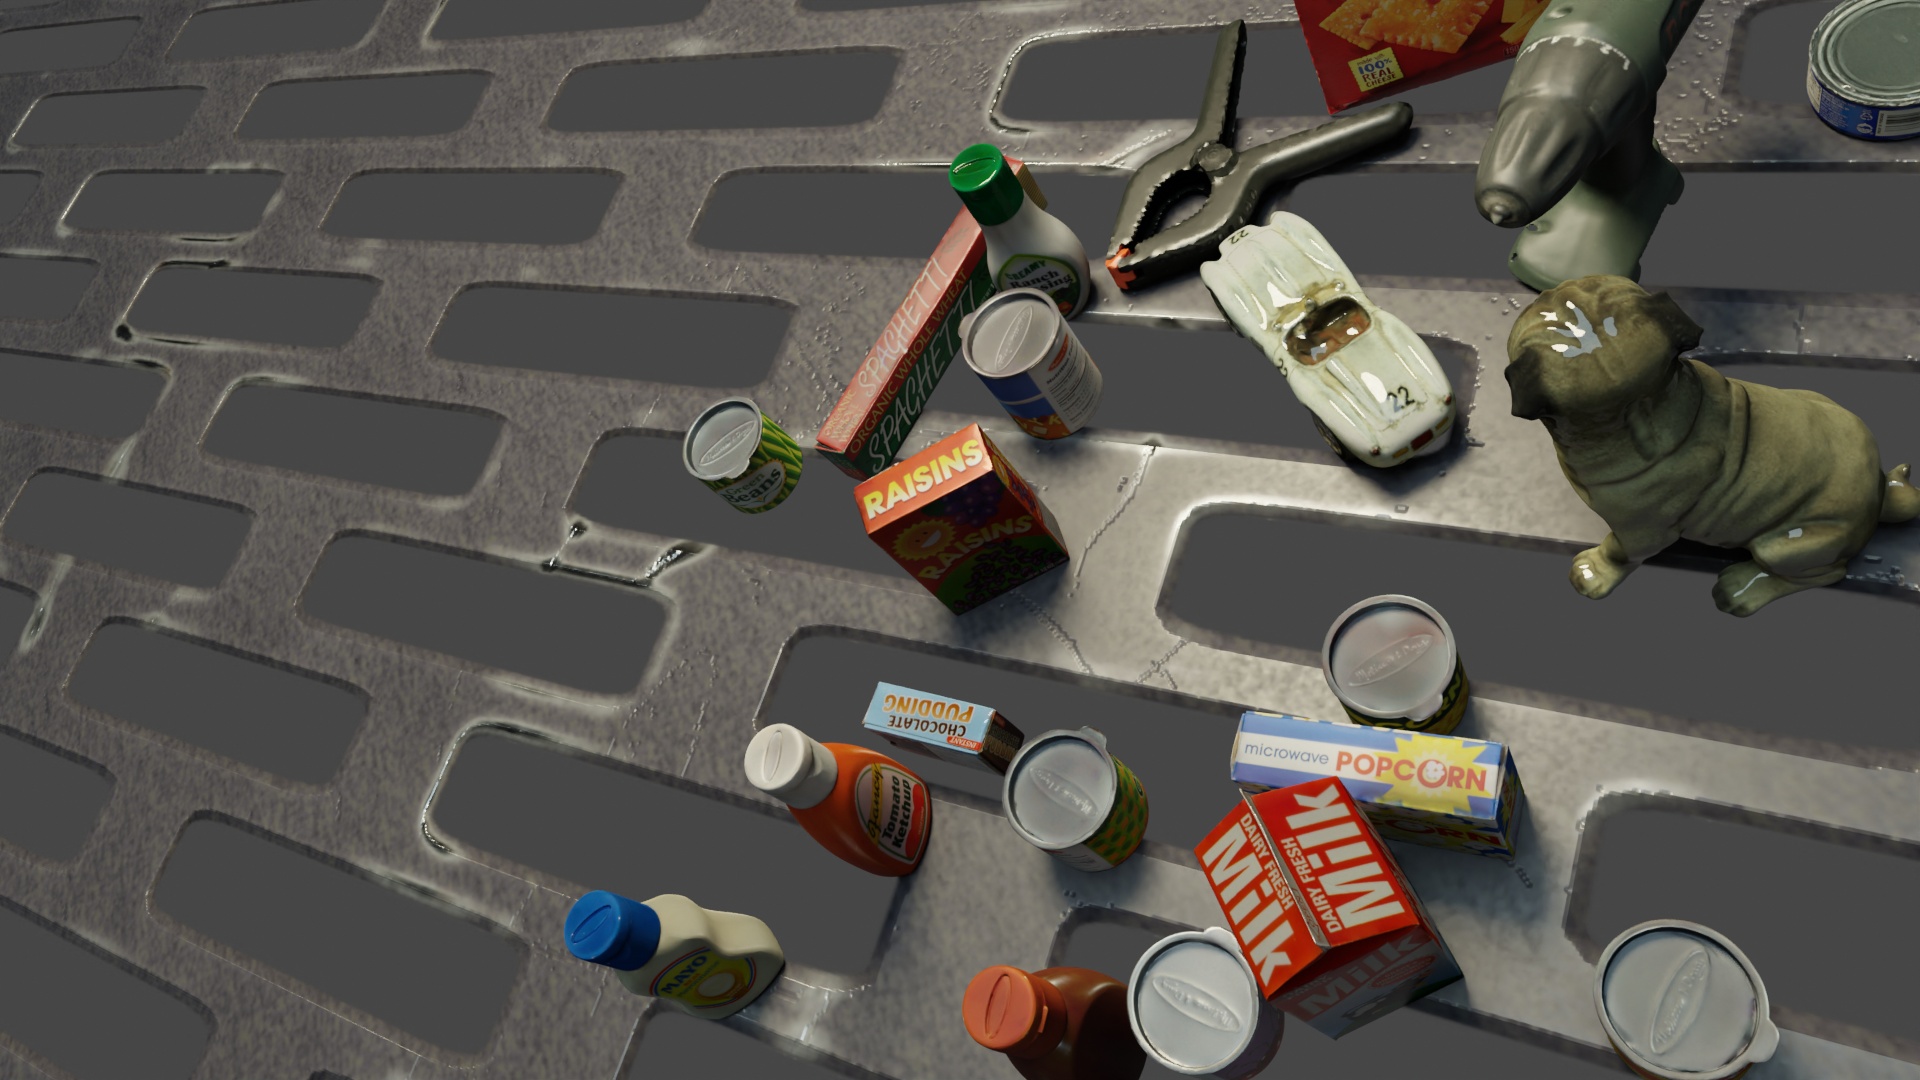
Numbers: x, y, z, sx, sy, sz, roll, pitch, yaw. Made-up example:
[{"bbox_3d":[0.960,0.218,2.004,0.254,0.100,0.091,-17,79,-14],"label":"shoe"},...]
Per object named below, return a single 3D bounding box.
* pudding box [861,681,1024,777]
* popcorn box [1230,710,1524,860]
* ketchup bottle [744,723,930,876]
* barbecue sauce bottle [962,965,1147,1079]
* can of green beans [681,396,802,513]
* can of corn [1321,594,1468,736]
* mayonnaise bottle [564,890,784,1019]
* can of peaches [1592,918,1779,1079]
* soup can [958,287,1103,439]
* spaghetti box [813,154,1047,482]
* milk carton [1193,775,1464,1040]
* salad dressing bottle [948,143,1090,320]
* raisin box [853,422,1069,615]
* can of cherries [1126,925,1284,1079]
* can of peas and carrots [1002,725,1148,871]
[{"bbox_3d":[-0.010,0.113,0.827,0.084,0.049,0.030,9,70,31],"label":"pudding box"},{"bbox_3d":[0.207,0.121,0.689,0.126,0.085,0.038,4,67,29],"label":"popcorn box"},{"bbox_3d":[-0.067,0.143,0.780,0.043,0.148,0.065,-5,63,26],"label":"ketchup bottle"},{"bbox_3d":[0.048,0.236,0.672,0.043,0.148,0.065,6,68,30],"label":"barbecue sauce bottle"},{"bbox_3d":[-0.154,-0.060,0.987,0.071,0.057,0.071,-12,60,22],"label":"can of green beans"},{"bbox_3d":[0.228,0.072,0.721,0.071,0.058,0.071,-12,60,22],"label":"can of corn"},{"bbox_3d":[-0.162,0.231,0.782,0.065,0.147,0.041,-42,54,2],"label":"mayonnaise bottle"},{"bbox_3d":[0.316,0.206,0.606,0.071,0.058,0.071,-12,60,22],"label":"can of peaches"},{"bbox_3d":[0.046,-0.113,0.896,0.071,0.083,0.071,-12,60,22],"label":"soup can"},{"bbox_3d":[-0.018,-0.155,0.972,0.029,0.050,0.250,23,77,34],"label":"spaghetti box"},{"bbox_3d":[0.164,0.165,0.623,0.073,0.190,0.072,-31,55,10],"label":"milk carton"},{"bbox_3d":[0.038,-0.198,0.905,0.064,0.147,0.044,-12,60,22],"label":"salad dressing bottle"},{"bbox_3d":[0.003,-0.011,0.840,0.086,0.123,0.040,-27,56,13],"label":"raisin box"},{"bbox_3d":[0.125,0.231,0.690,0.071,0.058,0.072,-12,60,22],"label":"can of cherries"},{"bbox_3d":[0.066,0.142,0.767,0.071,0.058,0.071,-12,60,22],"label":"can of peas and carrots"}]
